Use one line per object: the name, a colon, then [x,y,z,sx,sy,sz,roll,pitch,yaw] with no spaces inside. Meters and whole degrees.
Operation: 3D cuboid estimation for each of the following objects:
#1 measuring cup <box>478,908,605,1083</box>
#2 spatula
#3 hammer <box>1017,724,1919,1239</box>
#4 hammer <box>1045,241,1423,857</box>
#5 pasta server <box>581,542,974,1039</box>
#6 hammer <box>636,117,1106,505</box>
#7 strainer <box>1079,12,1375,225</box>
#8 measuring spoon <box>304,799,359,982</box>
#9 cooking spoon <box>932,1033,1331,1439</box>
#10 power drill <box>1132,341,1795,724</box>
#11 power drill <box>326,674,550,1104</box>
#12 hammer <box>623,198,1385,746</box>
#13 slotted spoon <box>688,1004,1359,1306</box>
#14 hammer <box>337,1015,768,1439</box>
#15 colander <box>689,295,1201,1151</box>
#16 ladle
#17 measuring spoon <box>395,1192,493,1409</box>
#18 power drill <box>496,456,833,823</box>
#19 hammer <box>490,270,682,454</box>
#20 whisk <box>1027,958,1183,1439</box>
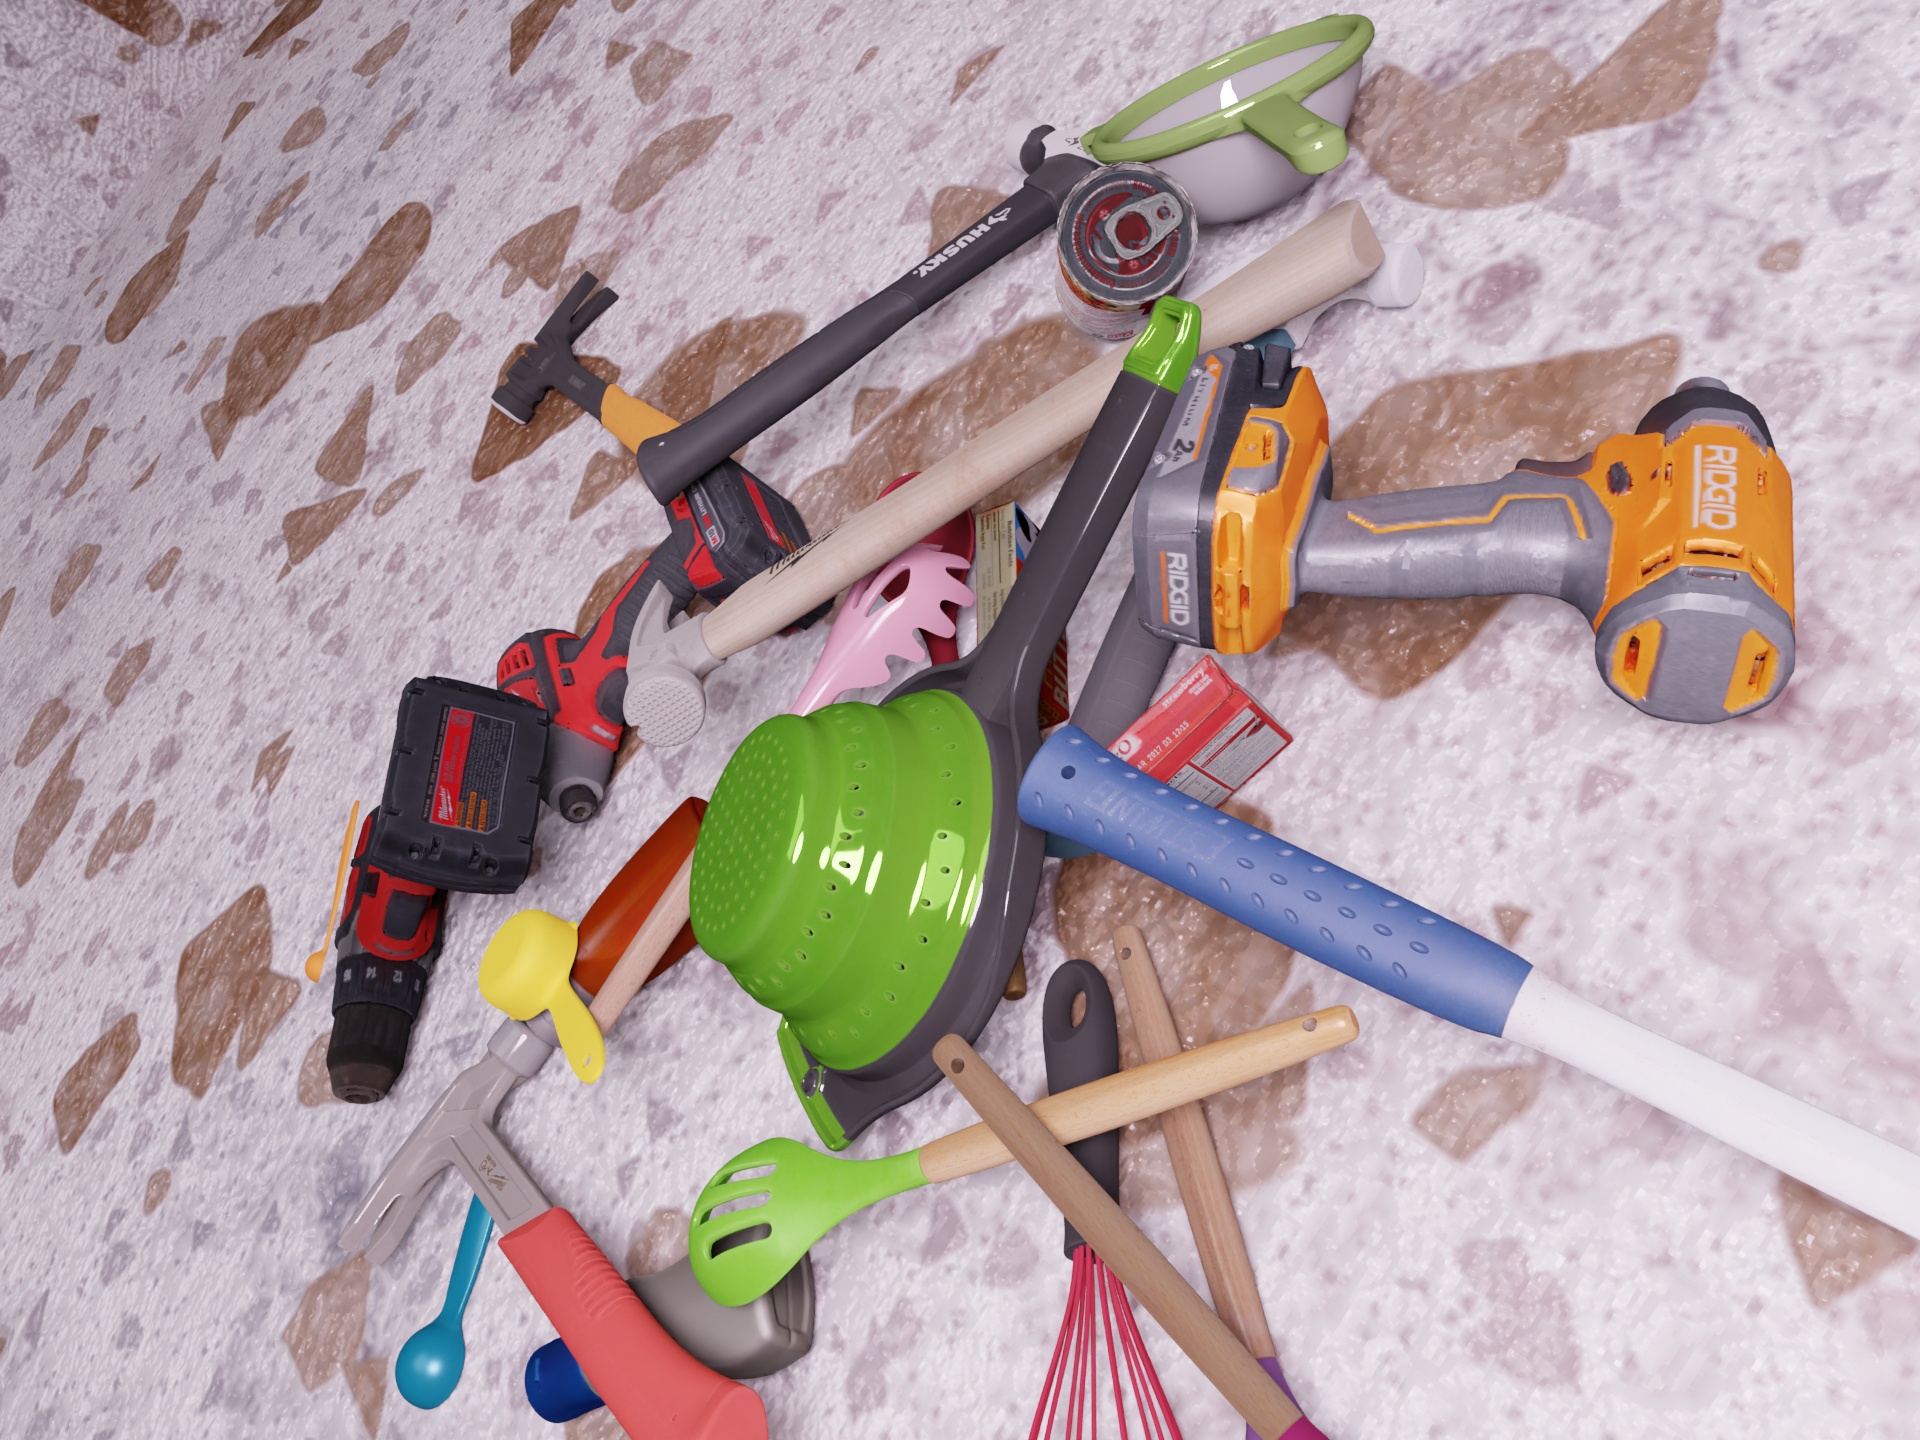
measuring cup: [-0.209,0.139,0.798,0.062,0.029,0.157,-56,30,-3]
spatula: [0.099,0.212,0.585,0.060,0.018,0.316,-31,49,21]
hammer: [0.186,0.101,0.510,0.406,0.035,0.144,25,82,32]
hammer: [0.107,-0.086,0.757,0.128,0.033,0.331,12,72,42]
pasta server: [-0.100,0.038,0.804,0.060,0.040,0.316,33,88,35]
hammer: [-0.042,-0.229,0.906,0.335,0.035,0.146,-37,45,-8]
strainer: [0.152,-0.276,0.779,0.151,0.069,0.257,-24,28,8]
measuring spoon: [-0.382,0.102,0.967,0.021,0.011,0.117,138,140,-56]
cooking spoon: [0.092,0.220,0.538,0.069,0.017,0.319,-48,58,2]
power drill: [0.194,-0.085,0.609,0.226,0.084,0.164,9,47,19]
power drill: [-0.311,0.100,0.906,0.226,0.080,0.188,-46,36,47]
hammer: [0.013,-0.129,0.775,0.410,0.038,0.146,-31,25,8]
slotted spoon: [0.009,0.166,0.628,0.314,0.031,0.070,-24,44,23]
hammer: [-0.189,0.258,0.729,0.149,0.036,0.359,-55,33,-11]
colander: [-0.021,-0.010,0.684,0.397,0.094,0.205,-64,28,11]
ladle: [-0.001,-0.003,0.798,0.069,0.031,0.316,-29,51,22]
measuring spoon: [-0.268,0.290,0.832,0.042,0.021,0.129,-7,61,36]
power drill: [-0.185,-0.044,0.942,0.219,0.078,0.143,-41,45,15]
hammer: [-0.231,-0.220,1.119,0.127,0.034,0.337,-52,44,1]
whisk: [0.050,0.218,0.596,0.073,0.073,0.296,-25,44,26]
